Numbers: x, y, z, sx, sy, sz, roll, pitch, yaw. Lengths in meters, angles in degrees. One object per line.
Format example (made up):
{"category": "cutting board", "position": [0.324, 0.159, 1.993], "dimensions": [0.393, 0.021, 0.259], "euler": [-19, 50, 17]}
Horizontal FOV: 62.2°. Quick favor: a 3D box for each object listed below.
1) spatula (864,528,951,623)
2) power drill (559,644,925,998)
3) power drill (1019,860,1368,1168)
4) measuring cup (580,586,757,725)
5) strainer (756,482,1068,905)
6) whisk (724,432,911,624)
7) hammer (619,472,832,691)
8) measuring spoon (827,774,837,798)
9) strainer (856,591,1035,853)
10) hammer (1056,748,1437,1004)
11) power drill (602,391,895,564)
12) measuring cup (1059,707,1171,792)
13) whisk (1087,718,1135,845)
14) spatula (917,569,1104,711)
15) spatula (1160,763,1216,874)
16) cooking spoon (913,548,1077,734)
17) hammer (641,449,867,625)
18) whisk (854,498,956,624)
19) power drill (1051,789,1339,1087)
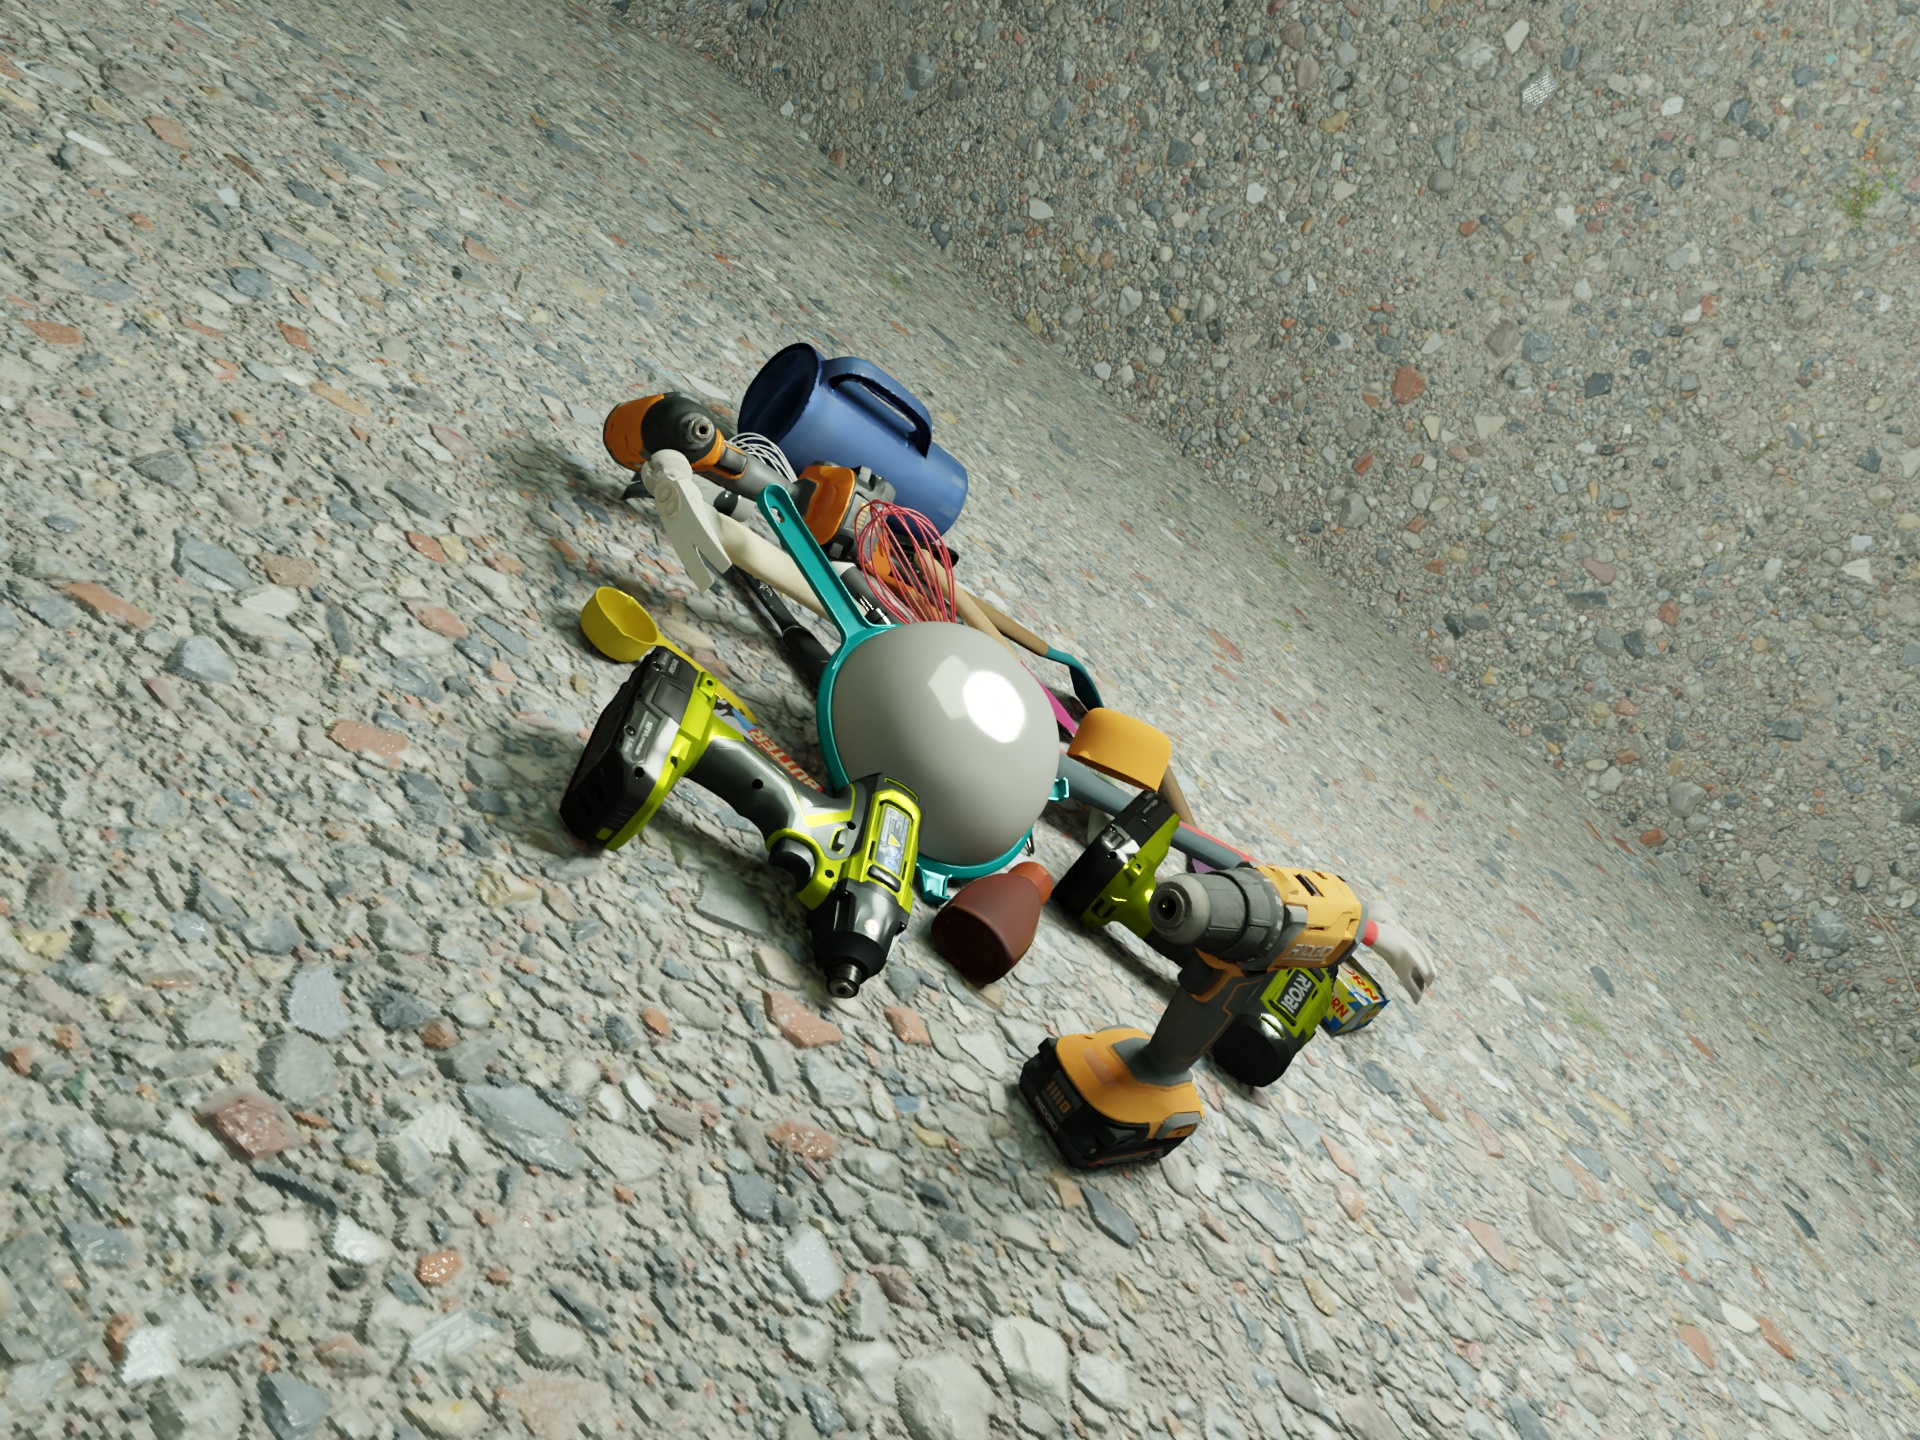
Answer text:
{"category": "spatula", "position": [-0.028, -0.111, 1.481], "dimensions": [0.081, 0.041, 0.323], "euler": [33, 10, -49]}
{"category": "power drill", "position": [-0.128, 0.066, 1.002], "dimensions": [0.223, 0.080, 0.171], "euler": [33, 37, -19]}
{"category": "power drill", "position": [0.132, 0.177, 0.985], "dimensions": [0.185, 0.226, 0.084], "euler": [12, 33, -48]}
{"category": "measuring cup", "position": [-0.216, -0.038, 1.175], "dimensions": [0.156, 0.029, 0.062], "euler": [41, 18, -23]}
{"category": "strainer", "position": [-0.032, -0.048, 1.186], "dimensions": [0.211, 0.095, 0.340], "euler": [-36, 93, -47]}
{"category": "whisk", "position": [-0.134, -0.168, 1.514], "dimensions": [0.285, 0.070, 0.070], "euler": [48, 23, 11]}
{"category": "hammer", "position": [-0.149, -0.084, 1.345], "dimensions": [0.149, 0.036, 0.409], "euler": [7, 37, -51]}
{"category": "measuring spoon", "position": [-0.094, 0.068, 1.154], "dimensions": [0.042, 0.021, 0.129], "euler": [43, 10, -17]}
{"category": "strainer", "position": [-0.002, -0.004, 1.298], "dimensions": [0.258, 0.050, 0.087], "euler": [51, -8, -8]}
{"category": "hammer", "position": [0.239, 0.129, 1.389], "dimensions": [0.386, 0.038, 0.143], "euler": [27, 15, -11]}
{"category": "power drill", "position": [-0.173, -0.206, 1.331], "dimensions": [0.226, 0.084, 0.164], "euler": [22, -4, -30]}
{"category": "measuring cup", "position": [0.117, 0.013, 1.446], "dimensions": [0.174, 0.052, 0.095], "euler": [22, -4, 45]}
{"category": "whisk", "position": [0.138, 0.055, 1.495], "dimensions": [0.057, 0.059, 0.246], "euler": [60, 19, -19]}
{"category": "spatula", "position": [0.058, -0.070, 1.552], "dimensions": [0.317, 0.044, 0.082], "euler": [29, 18, -44]}
{"category": "spatula", "position": [0.224, 0.102, 1.564], "dimensions": [0.059, 0.018, 0.316], "euler": [32, 23, -30]}
{"category": "cooking spoon", "position": [0.039, -0.066, 1.479], "dimensions": [0.069, 0.017, 0.318], "euler": [48, 2, 42]}
{"category": "hammer", "position": [-0.093, -0.083, 1.326], "dimensions": [0.410, 0.038, 0.146], "euler": [31, 21, -46]}
{"category": "whisk", "position": [-0.014, -0.069, 1.336], "dimensions": [0.295, 0.073, 0.073], "euler": [62, 2, -39]}
{"category": "power drill", "position": [0.203, 0.166, 1.286], "dimensions": [0.228, 0.080, 0.190], "euler": [42, 36, 9]}
